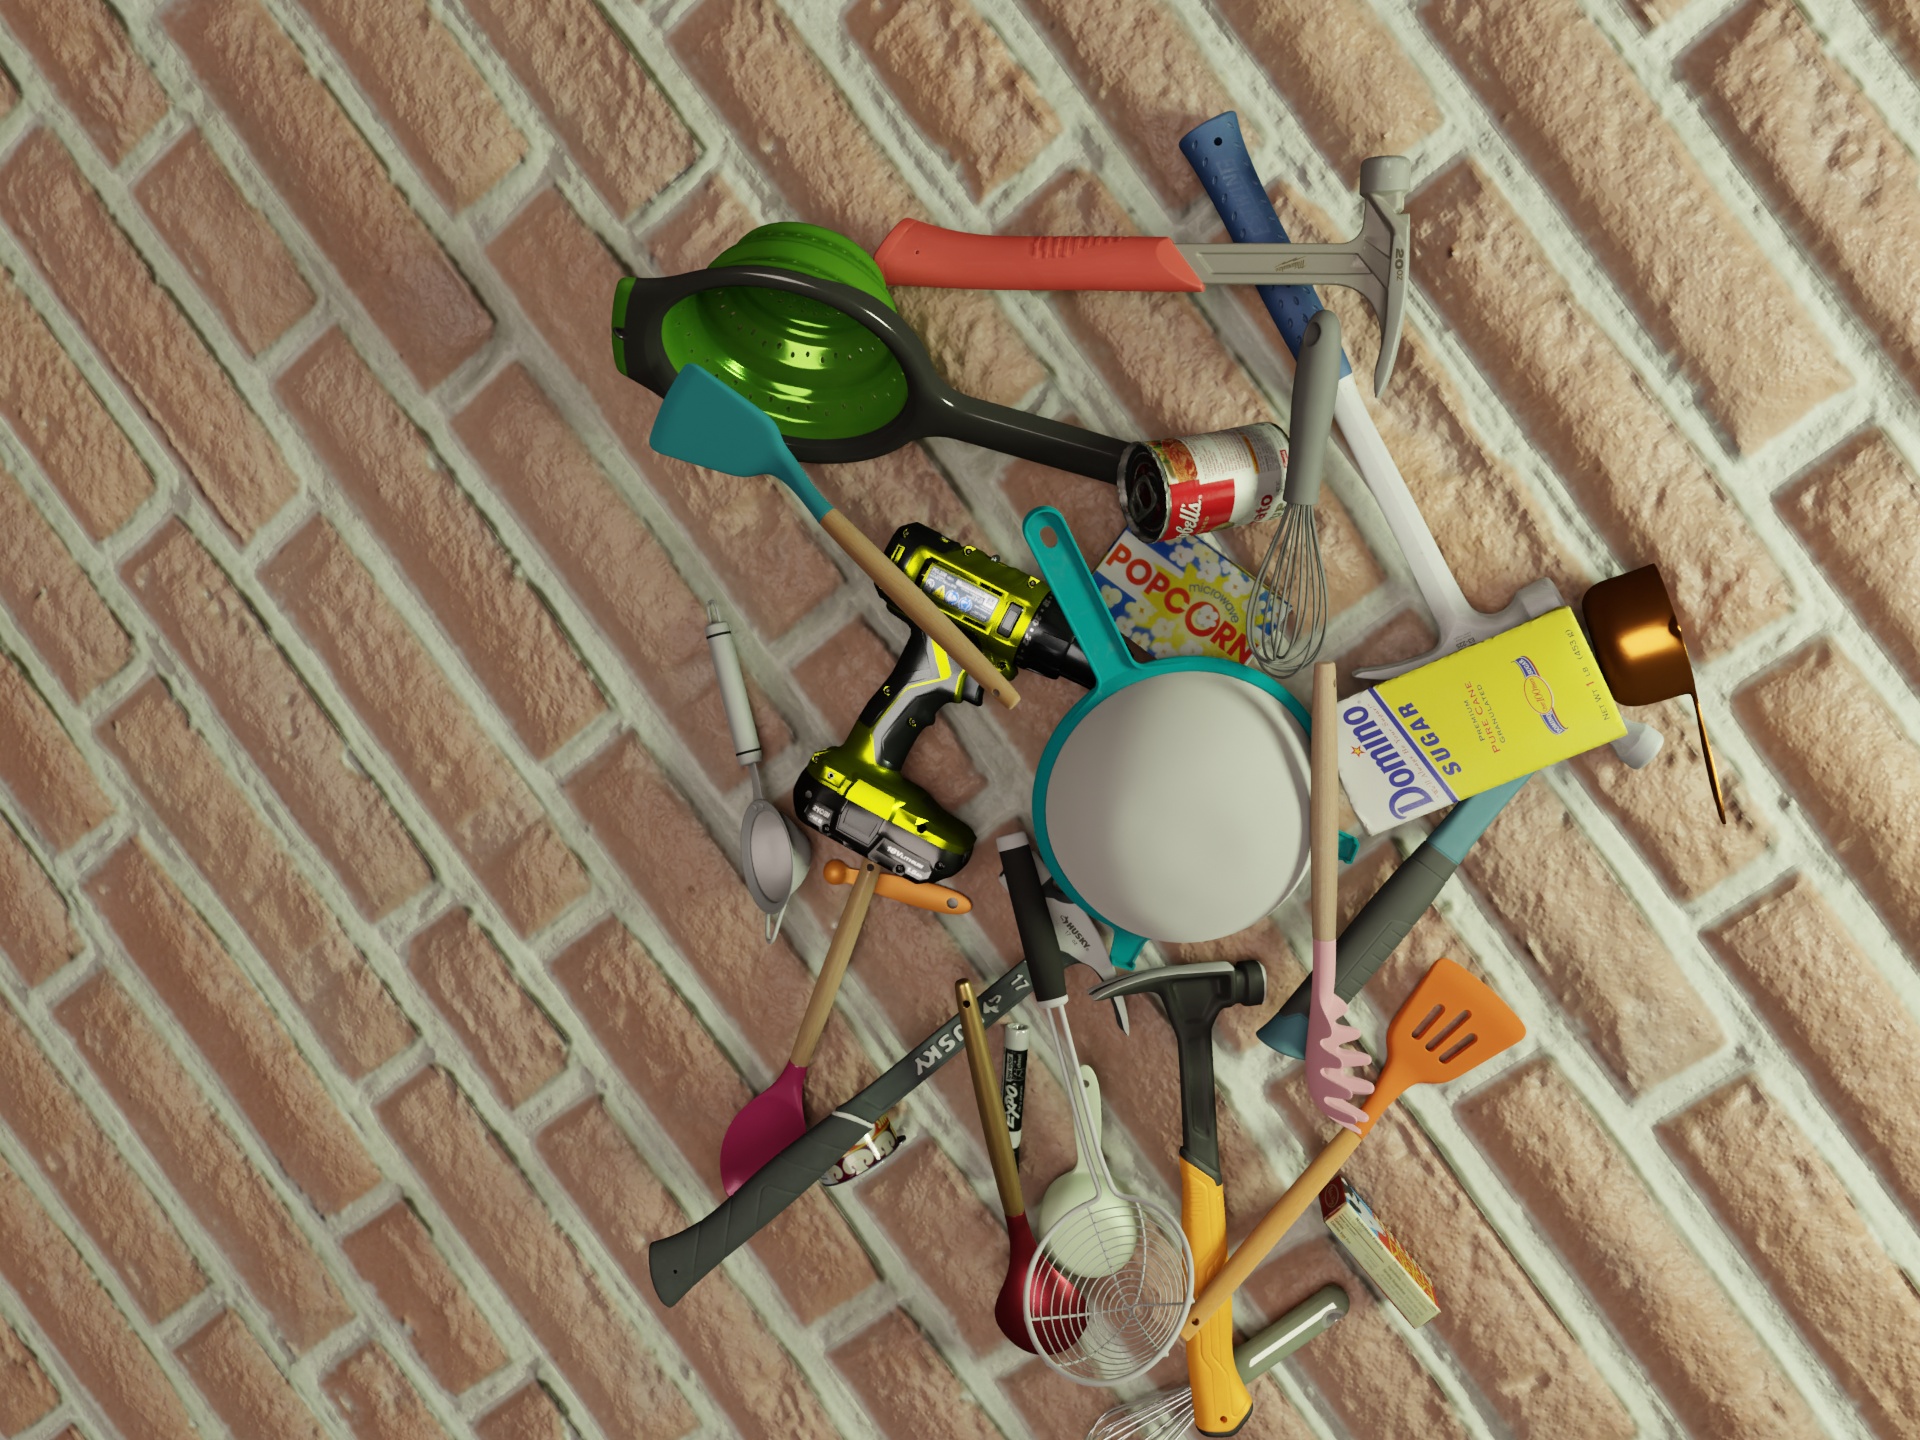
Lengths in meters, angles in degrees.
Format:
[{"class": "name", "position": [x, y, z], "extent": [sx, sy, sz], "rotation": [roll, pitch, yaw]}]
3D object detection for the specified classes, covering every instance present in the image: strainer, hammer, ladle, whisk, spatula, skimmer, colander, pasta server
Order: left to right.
[{"class": "strainer", "position": [-0.153, 0.035, 1.184], "extent": [0.087, 0.050, 0.258], "rotation": [-15, 89, 56]}, {"class": "spatula", "position": [-0.080, -0.117, 1.086], "extent": [0.317, 0.044, 0.082], "rotation": [44, 131, 7]}, {"class": "hammer", "position": [-0.058, 0.278, 1.146], "extent": [0.409, 0.036, 0.149], "rotation": [-39, 92, -4]}, {"class": "colander", "position": [-0.034, -0.250, 1.095], "extent": [0.397, 0.204, 0.095], "rotation": [15, 65, -7]}, {"class": "ladle", "position": [0.035, 0.328, 1.138], "extent": [0.069, 0.031, 0.315], "rotation": [-11, 105, 5]}, {"class": "skimmer", "position": [0.068, 0.257, 1.086], "extent": [0.127, 0.090, 0.363], "rotation": [-16, 86, 26]}, {"class": "hammer", "position": [0.114, -0.296, 1.064], "extent": [0.359, 0.037, 0.149], "rotation": [5, 101, 18]}, {"class": "strainer", "position": [0.128, 0.016, 1.049], "extent": [0.211, 0.095, 0.340], "rotation": [-27, 109, 5]}, {"class": "hammer", "position": [0.165, 0.342, 1.134], "extent": [0.127, 0.034, 0.337], "rotation": [-5, 92, -7]}, {"class": "whisk", "position": [0.186, 0.493, 1.179], "extent": [0.246, 0.059, 0.057], "rotation": [-39, 126, 10]}, {"class": "whisk", "position": [0.221, -0.143, 1.027], "extent": [0.055, 0.055, 0.239], "rotation": [7, 108, 10]}, {"class": "spatula", "position": [0.261, 0.308, 1.113], "extent": [0.081, 0.041, 0.322], "rotation": [42, 84, 3]}, {"class": "hammer", "position": [0.252, -0.215, 1.073], "extent": [0.144, 0.035, 0.405], "rotation": [-27, 92, 13]}, {"class": "pasta server", "position": [0.247, 0.118, 1.046], "extent": [0.040, 0.060, 0.316], "rotation": [3, 102, 26]}, {"class": "hammer", "position": [0.322, 0.102, 1.089], "extent": [0.128, 0.033, 0.331], "rotation": [38, 97, 5]}]

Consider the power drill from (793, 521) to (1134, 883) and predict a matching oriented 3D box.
[{"class": "power drill", "position": [-0.002, -0.004, 1.132], "extent": [0.190, 0.080, 0.228], "rotation": [28, 99, 7]}]

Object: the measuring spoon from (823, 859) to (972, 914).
[{"class": "measuring spoon", "position": [-0.048, 0.126, 1.190], "extent": [0.117, 0.011, 0.021], "rotation": [14, 100, 9]}]

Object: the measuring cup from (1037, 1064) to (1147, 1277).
[{"class": "measuring cup", "position": [0.092, 0.333, 1.162], "extent": [0.083, 0.038, 0.167], "rotation": [0, 109, 13]}]

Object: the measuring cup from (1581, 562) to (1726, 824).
[{"class": "measuring cup", "position": [0.448, -0.012, 1.030], "extent": [0.052, 0.095, 0.173], "rotation": [-15, 87, 21]}]

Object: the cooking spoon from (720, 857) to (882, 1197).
[{"class": "cooking spoon", "position": [-0.114, 0.237, 1.207], "extent": [0.069, 0.017, 0.319], "rotation": [23, 106, 8]}]
